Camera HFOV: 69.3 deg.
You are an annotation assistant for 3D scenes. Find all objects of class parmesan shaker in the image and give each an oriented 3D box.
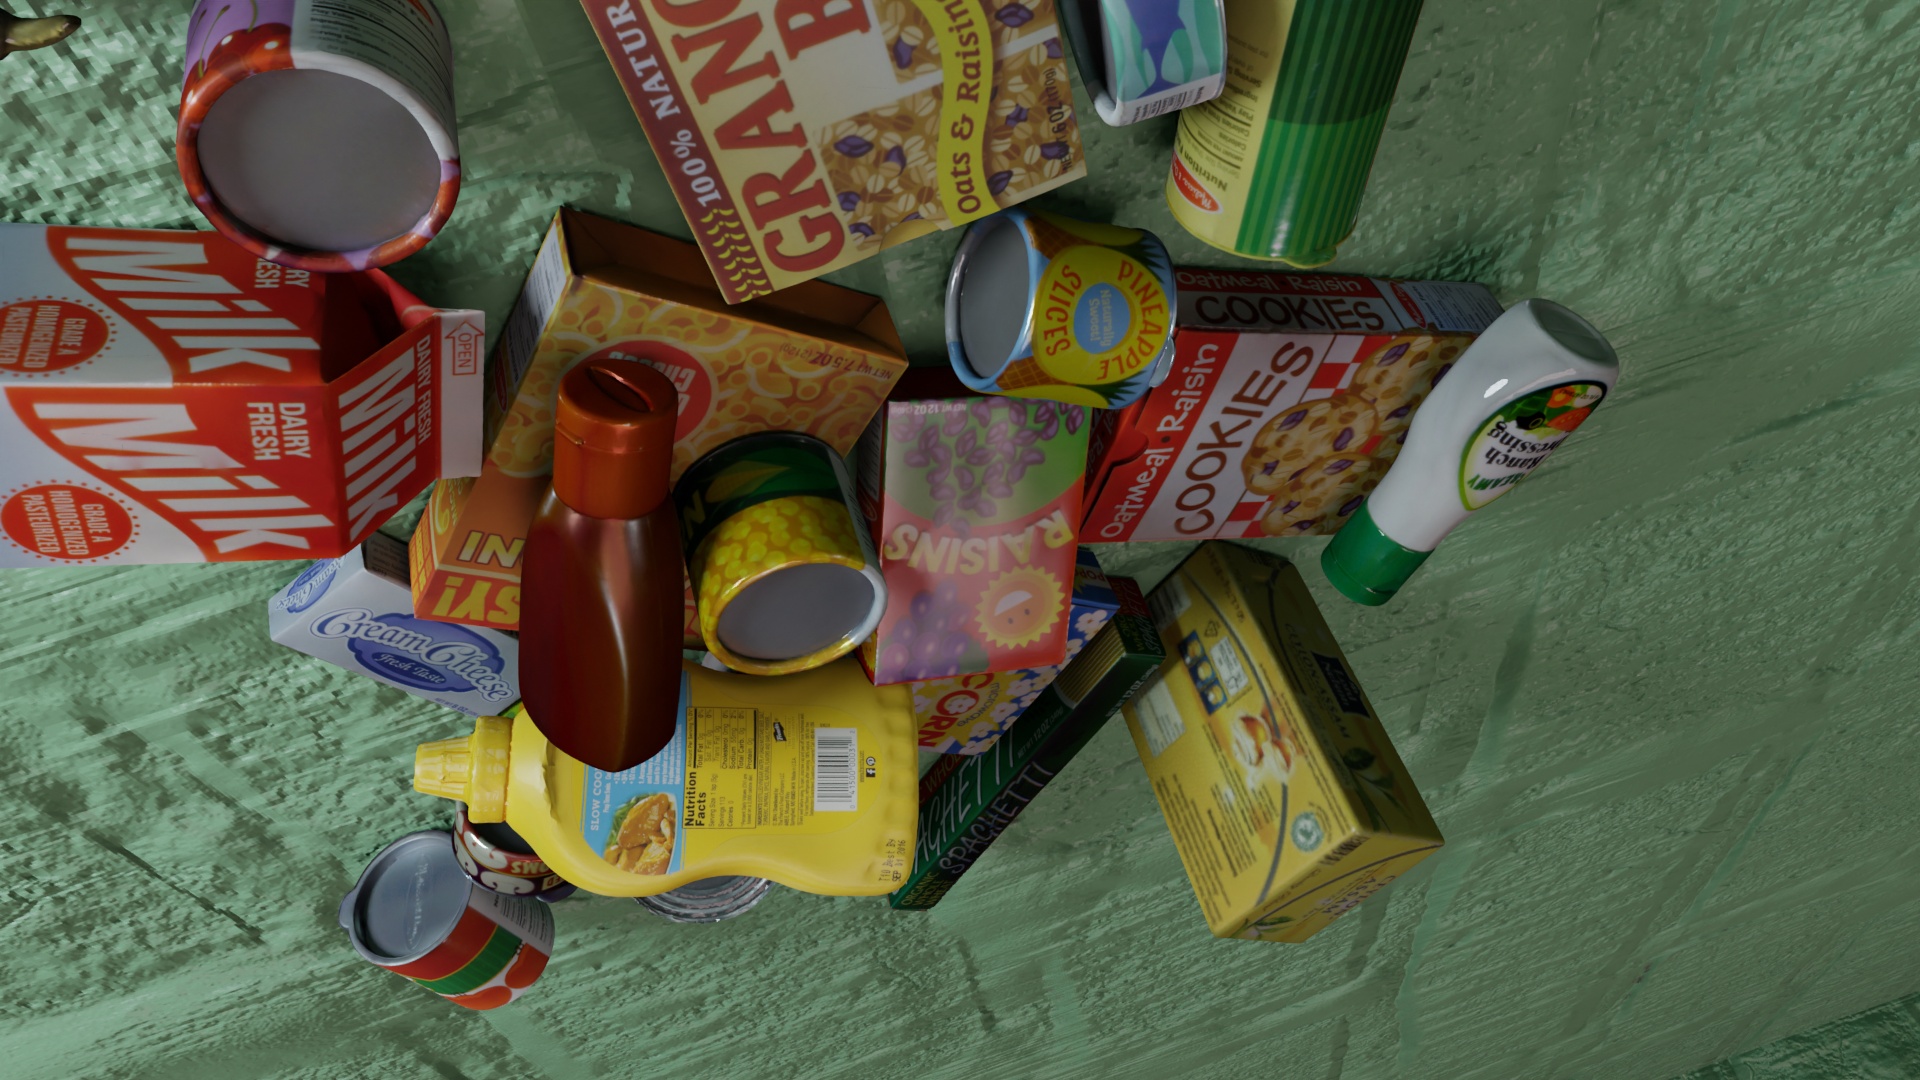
[{"bbox_3d":[0.107,-0.148,0.437,0.071,0.071,0.102,-11,141,-12],"label":"parmesan shaker"}]

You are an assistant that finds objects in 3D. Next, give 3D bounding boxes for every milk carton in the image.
[{"bbox_3d":[-0.240,-0.042,0.405,0.191,0.074,0.072,-1,137,-21],"label":"milk carton"}]

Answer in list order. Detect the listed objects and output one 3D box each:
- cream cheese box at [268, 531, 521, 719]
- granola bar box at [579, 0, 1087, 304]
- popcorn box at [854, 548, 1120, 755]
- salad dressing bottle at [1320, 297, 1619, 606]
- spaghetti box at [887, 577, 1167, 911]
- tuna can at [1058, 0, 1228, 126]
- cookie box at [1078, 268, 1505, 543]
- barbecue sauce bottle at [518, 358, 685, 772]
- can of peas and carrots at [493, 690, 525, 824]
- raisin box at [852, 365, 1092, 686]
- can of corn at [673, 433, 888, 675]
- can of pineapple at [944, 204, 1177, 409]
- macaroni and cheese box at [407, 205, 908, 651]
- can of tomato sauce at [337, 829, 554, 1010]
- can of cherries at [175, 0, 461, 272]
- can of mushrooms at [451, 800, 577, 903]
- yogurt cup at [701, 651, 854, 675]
[{"bbox_3d":[-0.213,0.036,0.556,0.053,0.024,0.103,-35,140,16],"label":"cream cheese box"},{"bbox_3d":[-0.039,-0.154,0.390,0.124,0.039,0.164,-20,142,1],"label":"granola bar box"},{"bbox_3d":[0.003,0.052,0.662,0.085,0.038,0.126,11,133,-33],"label":"popcorn box"},{"bbox_3d":[0.207,-0.032,0.581,0.064,0.044,0.146,2,137,-31],"label":"salad dressing bottle"},{"bbox_3d":[0.023,0.116,0.741,0.029,0.050,0.248,11,133,-31],"label":"spaghetti box"},{"bbox_3d":[0.050,-0.159,0.404,0.033,0.071,0.070,-18,142,-1],"label":"tuna can"},{"bbox_3d":[0.134,-0.053,0.590,0.168,0.040,0.122,-2,139,-23],"label":"cookie box"},{"bbox_3d":[-0.120,0.010,0.470,0.044,0.065,0.147,-31,147,-43],"label":"barbecue sauce bottle"},{"bbox_3d":[-0.173,0.091,0.613,0.071,0.059,0.070,-12,141,-10],"label":"can of peas and carrots"},{"bbox_3d":[0.002,-0.007,0.554,0.086,0.040,0.122,-6,117,-20],"label":"raisin box"},{"bbox_3d":[-0.066,0.006,0.491,0.071,0.058,0.070,-14,142,-11],"label":"can of corn"},{"bbox_3d":[0.035,-0.081,0.488,0.058,0.071,0.070,4,136,-28],"label":"can of pineapple"},{"bbox_3d":[-0.114,-0.030,0.507,0.124,0.040,0.165,11,132,-35],"label":"macaroni and cheese box"},{"bbox_3d":[-0.254,0.192,0.695,0.071,0.071,0.082,-22,143,2],"label":"can of tomato sauce"},{"bbox_3d":[-0.169,-0.112,0.367,0.071,0.058,0.071,-13,142,-10],"label":"can of cherries"},{"bbox_3d":[-0.197,0.129,0.640,0.071,0.071,0.033,0,136,-24],"label":"can of mushrooms"},{"bbox_3d":[-0.088,0.074,0.629,0.054,0.073,0.072,16,130,-27],"label":"yogurt cup"}]
